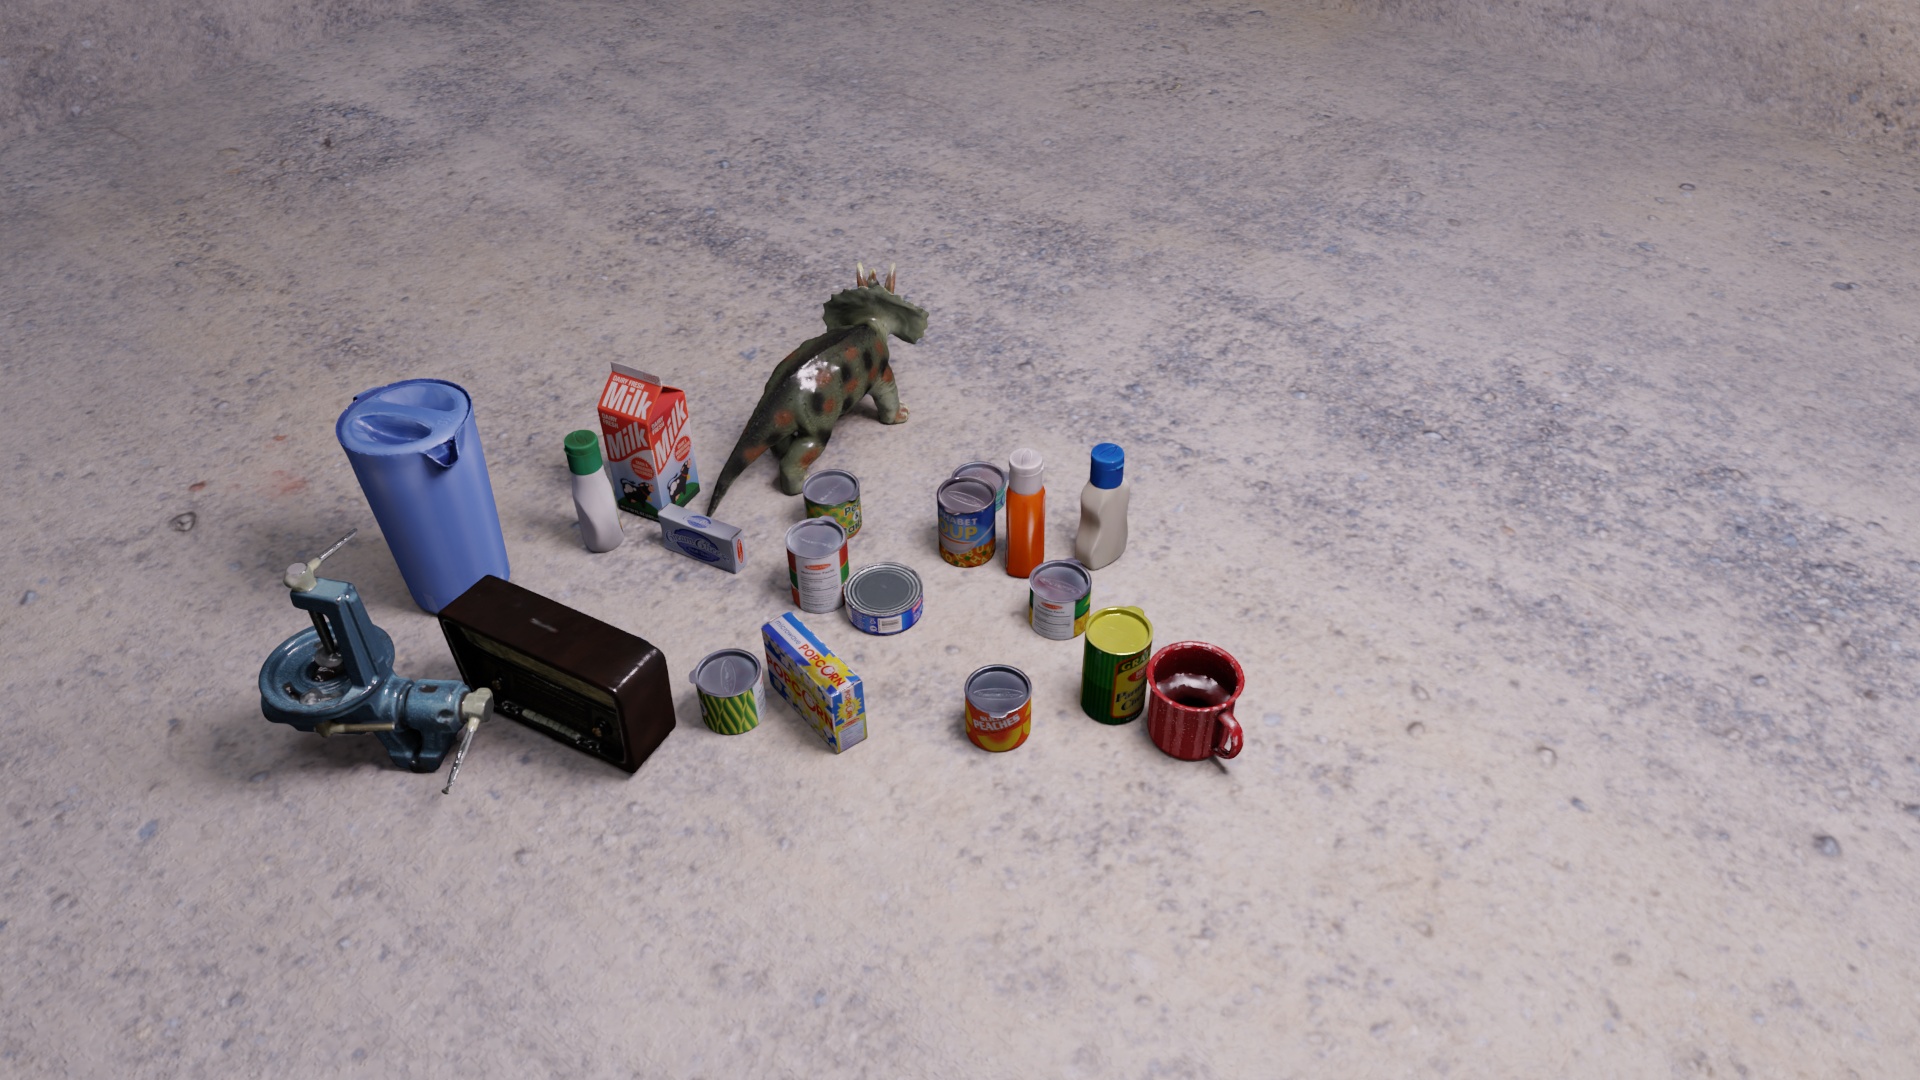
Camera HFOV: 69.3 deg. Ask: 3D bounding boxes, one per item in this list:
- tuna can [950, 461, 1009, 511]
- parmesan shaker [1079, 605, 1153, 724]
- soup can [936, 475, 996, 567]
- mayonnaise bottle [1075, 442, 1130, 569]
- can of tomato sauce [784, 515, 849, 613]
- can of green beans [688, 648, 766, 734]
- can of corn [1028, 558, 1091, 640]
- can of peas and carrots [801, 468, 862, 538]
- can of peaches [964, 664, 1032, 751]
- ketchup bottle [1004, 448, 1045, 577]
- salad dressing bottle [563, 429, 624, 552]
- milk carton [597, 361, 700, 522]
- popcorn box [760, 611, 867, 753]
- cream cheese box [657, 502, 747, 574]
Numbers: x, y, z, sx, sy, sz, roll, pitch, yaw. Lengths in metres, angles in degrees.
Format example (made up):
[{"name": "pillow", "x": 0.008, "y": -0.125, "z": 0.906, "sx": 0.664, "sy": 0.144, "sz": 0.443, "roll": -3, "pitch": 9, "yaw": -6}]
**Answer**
[{"name": "tuna can", "x": 0.024, "y": -0.062, "z": 1.646, "sx": 0.071, "sy": 0.032, "sz": 0.071, "roll": 0, "pitch": 41, "yaw": 1}, {"name": "parmesan shaker", "x": 0.156, "y": 0.123, "z": 1.375, "sx": 0.071, "sy": 0.102, "sz": 0.072, "roll": -1, "pitch": 41, "yaw": 1}, {"name": "soup can", "x": 0.006, "y": -0.020, "z": 1.559, "sx": 0.071, "sy": 0.083, "sz": 0.072, "roll": -1, "pitch": 41, "yaw": 1}, {"name": "mayonnaise bottle", "x": 0.158, "y": -0.039, "z": 1.530, "sx": 0.065, "sy": 0.147, "sz": 0.041, "roll": -32, "pitch": 49, "yaw": -31}, {"name": "can of tomato sauce", "x": -0.154, "y": 0.026, "z": 1.509, "sx": 0.071, "sy": 0.082, "sz": 0.071, "roll": -1, "pitch": 41, "yaw": 1}, {"name": "can of green beans", "x": -0.229, "y": 0.151, "z": 1.384, "sx": 0.071, "sy": 0.057, "sz": 0.071, "roll": 0, "pitch": 41, "yaw": 1}, {"name": "can of corn", "x": 0.107, "y": 0.062, "z": 1.481, "sx": 0.071, "sy": 0.058, "sz": 0.071, "roll": 0, "pitch": 41, "yaw": 1}, {"name": "can of peas and carrots", "x": -0.145, "y": -0.040, "z": 1.604, "sx": 0.071, "sy": 0.058, "sz": 0.071, "roll": 0, "pitch": 41, "yaw": 1}, {"name": "can of peaches", "x": 0.037, "y": 0.166, "z": 1.362, "sx": 0.071, "sy": 0.057, "sz": 0.071, "roll": 0, "pitch": 41, "yaw": 1}, {"name": "ketchup bottle", "x": 0.072, "y": -0.032, "z": 1.523, "sx": 0.043, "sy": 0.148, "sz": 0.065, "roll": 7, "pitch": 41, "yaw": 9}, {"name": "salad dressing bottle", "x": -0.413, "y": -0.055, "z": 1.559, "sx": 0.044, "sy": 0.146, "sz": 0.064, "roll": -24, "pitch": 45, "yaw": -24}, {"name": "milk carton", "x": -0.360, "y": -0.119, "z": 1.600, "sx": 0.072, "sy": 0.189, "sz": 0.074, "roll": 18, "pitch": 44, "yaw": 20}, {"name": "popcorn box", "x": -0.145, "y": 0.139, "z": 1.375, "sx": 0.038, "sy": 0.084, "sz": 0.127, "roll": -28, "pitch": 48, "yaw": -28}, {"name": "cream cheese box", "x": -0.291, "y": -0.002, "z": 1.567, "sx": 0.104, "sy": 0.053, "sz": 0.024, "roll": 19, "pitch": 45, "yaw": 22}]
